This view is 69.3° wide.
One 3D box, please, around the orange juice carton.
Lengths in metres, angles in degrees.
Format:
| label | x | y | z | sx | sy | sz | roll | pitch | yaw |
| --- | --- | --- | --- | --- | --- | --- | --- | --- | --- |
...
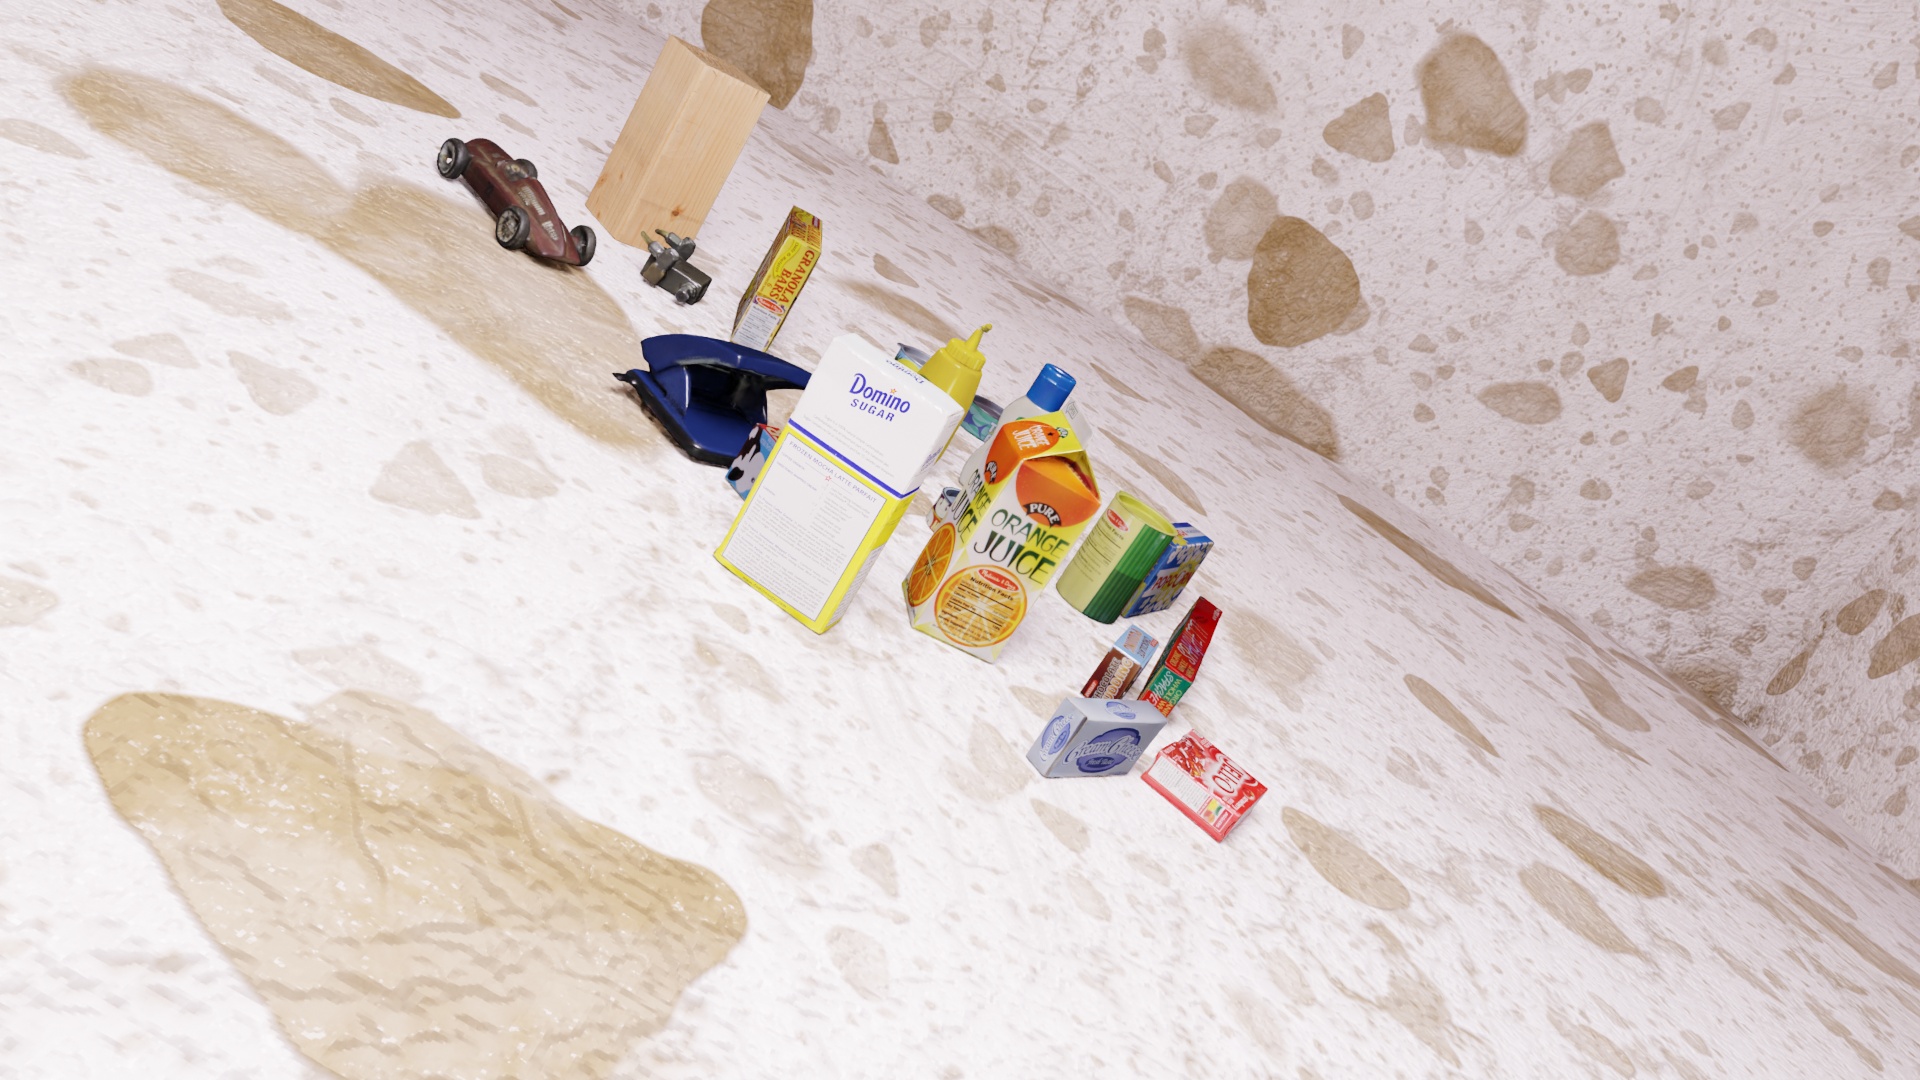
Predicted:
| label | x | y | z | sx | sy | sz | roll | pitch | yaw |
| --- | --- | --- | --- | --- | --- | --- | --- | --- | --- |
| orange juice carton | 0.038 | -0.013 | 1.017 | 0.073 | 0.192 | 0.072 | 27 | 18 | -20 |

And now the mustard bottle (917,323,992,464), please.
| label | x | y | z | sx | sy | sz | roll | pitch | yaw |
| --- | --- | --- | --- | --- | --- | --- | --- | --- | --- |
| mustard bottle | -0.018 | -0.140 | 1.310 | 0.049 | 0.159 | 0.065 | 15 | 24 | -44 |

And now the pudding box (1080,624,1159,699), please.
| label | x | y | z | sx | sy | sz | roll | pitch | yaw |
| --- | --- | --- | --- | --- | --- | --- | --- | --- | --- |
| pudding box | 0.128 | 0.101 | 1.103 | 0.030 | 0.049 | 0.084 | 36 | 18 | 10 |

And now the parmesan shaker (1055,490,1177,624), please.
| label | x | y | z | sx | sy | sz | roll | pitch | yaw |
| --- | --- | --- | --- | --- | --- | --- | --- | --- | --- |
| parmesan shaker | 0.140 | 0.015 | 1.261 | 0.071 | 0.102 | 0.071 | 30 | 18 | -10 |

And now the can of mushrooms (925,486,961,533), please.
| label | x | y | z | sx | sy | sz | roll | pitch | yaw |
| --- | --- | --- | --- | --- | --- | --- | --- | --- | --- |
| can of mushrooms | 0.004 | -0.015 | 1.227 | 0.071 | 0.033 | 0.071 | 29 | 18 | -10 |

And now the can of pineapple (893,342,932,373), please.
| label | x | y | z | sx | sy | sz | roll | pitch | yaw |
| --- | --- | --- | --- | --- | --- | --- | --- | --- | --- |
| can of pineapple | -0.051 | -0.171 | 1.505 | 0.071 | 0.057 | 0.071 | 30 | 18 | -10 |

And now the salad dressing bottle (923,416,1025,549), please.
| label | x | y | z | sx | sy | sz | roll | pitch | yaw |
| --- | --- | --- | --- | --- | --- | --- | --- | --- | --- |
| salad dressing bottle | 0.021 | -0.028 | 1.101 | 0.044 | 0.147 | 0.064 | 25 | 19 | -25 |

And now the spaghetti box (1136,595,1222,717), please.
| label | x | y | z | sx | sy | sz | roll | pitch | yaw |
| --- | --- | --- | --- | --- | --- | --- | --- | --- | --- |
| spaghetti box | 0.192 | 0.101 | 1.211 | 0.029 | 0.050 | 0.251 | 35 | 18 | 7 |

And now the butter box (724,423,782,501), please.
| label | x | y | z | sx | sy | sz | roll | pitch | yaw |
| --- | --- | --- | --- | --- | --- | --- | --- | --- | --- |
| butter box | -0.129 | -0.037 | 1.023 | 0.024 | 0.053 | 0.104 | 11 | 27 | -50 |

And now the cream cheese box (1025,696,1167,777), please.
| label | x | y | z | sx | sy | sz | roll | pitch | yaw |
| --- | --- | --- | --- | --- | --- | --- | --- | --- | --- |
| cream cheese box | 0.094 | 0.135 | 0.949 | 0.104 | 0.053 | 0.024 | 11 | 28 | -50 |

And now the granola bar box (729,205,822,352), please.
| label | x | y | z | sx | sy | sz | roll | pitch | yaw |
| --- | --- | --- | --- | --- | --- | --- | --- | --- | --- |
| granola bar box | -0.186 | -0.267 | 1.421 | 0.039 | 0.124 | 0.166 | 28 | 18 | -16 |

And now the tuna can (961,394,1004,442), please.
| label | x | y | z | sx | sy | sz | roll | pitch | yaw |
| --- | --- | --- | --- | --- | --- | --- | --- | --- | --- |
| tuna can | 0.032 | -0.136 | 1.594 | 0.071 | 0.032 | 0.071 | 29 | 18 | -10 |

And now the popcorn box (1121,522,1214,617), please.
| label | x | y | z | sx | sy | sz | roll | pitch | yaw |
| --- | --- | --- | --- | --- | --- | --- | --- | --- | --- |
| popcorn box | 0.192 | 0.027 | 1.348 | 0.038 | 0.085 | 0.127 | 40 | 19 | 21 |

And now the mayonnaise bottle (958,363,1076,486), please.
| label | x | y | z | sx | sy | sz | roll | pitch | yaw |
| --- | --- | --- | --- | --- | --- | --- | --- | --- | --- |
| mayonnaise bottle | 0.061 | -0.104 | 1.368 | 0.065 | 0.147 | 0.041 | 36 | 17 | 10 |
